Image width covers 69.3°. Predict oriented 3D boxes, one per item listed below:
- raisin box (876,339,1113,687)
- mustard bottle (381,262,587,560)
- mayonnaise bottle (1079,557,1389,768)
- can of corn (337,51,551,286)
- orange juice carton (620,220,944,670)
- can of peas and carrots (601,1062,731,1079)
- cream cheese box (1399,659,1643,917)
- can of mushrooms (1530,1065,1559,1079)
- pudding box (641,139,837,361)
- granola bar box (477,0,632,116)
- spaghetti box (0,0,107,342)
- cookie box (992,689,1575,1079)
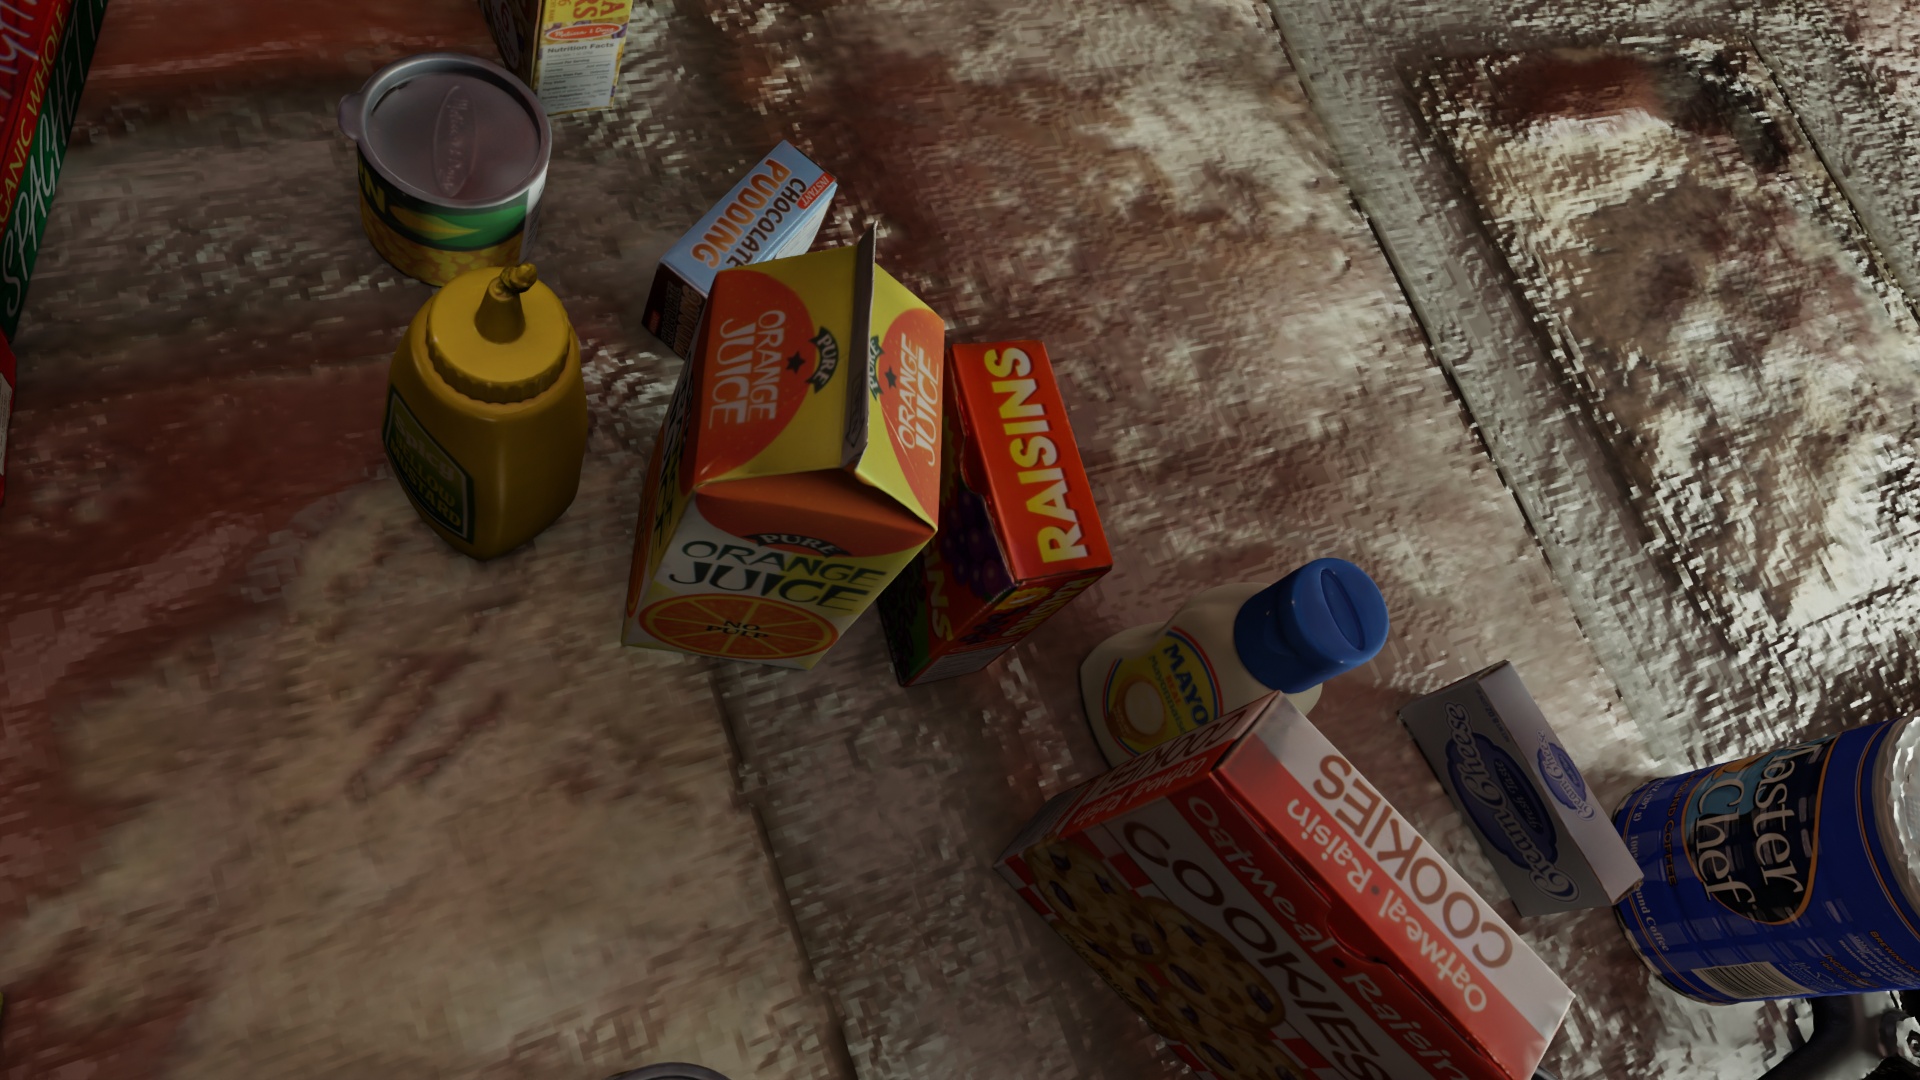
[{"bbox_3d":[0.002,-0.006,0.500,0.040,0.123,0.086,-7,72,-24],"label":"raisin box"},{"bbox_3d":[-0.149,-0.045,0.436,0.065,0.159,0.049,48,60,2],"label":"mustard bottle"},{"bbox_3d":[0.095,0.047,0.500,0.041,0.147,0.065,-15,75,-26],"label":"mayonnaise bottle"},{"bbox_3d":[-0.191,-0.136,0.515,0.071,0.058,0.071,8,66,-19],"label":"can of corn"},{"bbox_3d":[-0.056,-0.022,0.444,0.073,0.192,0.072,10,66,-18],"label":"orange juice carton"},{"bbox_3d":[-0.091,0.194,0.417,0.071,0.058,0.071,8,66,-19],"label":"can of peas and carrots"},{"bbox_3d":[0.235,0.106,0.586,0.024,0.053,0.104,-24,79,-28],"label":"cream cheese box"},{"bbox_3d":[0.204,0.232,0.532,0.071,0.033,0.071,8,66,-18],"label":"can of mushrooms"},{"bbox_3d":[-0.087,-0.114,0.552,0.030,0.049,0.084,38,60,-3],"label":"pudding box"},{"bbox_3d":[-0.175,-0.270,0.540,0.039,0.123,0.166,-19,77,-27],"label":"granola bar box"},{"bbox_3d":[-0.326,-0.188,0.489,0.029,0.050,0.251,7,66,-19],"label":"spaghetti box"},{"bbox_3d":[0.093,0.126,0.456,0.123,0.166,0.040,46,60,1],"label":"cookie box"}]
